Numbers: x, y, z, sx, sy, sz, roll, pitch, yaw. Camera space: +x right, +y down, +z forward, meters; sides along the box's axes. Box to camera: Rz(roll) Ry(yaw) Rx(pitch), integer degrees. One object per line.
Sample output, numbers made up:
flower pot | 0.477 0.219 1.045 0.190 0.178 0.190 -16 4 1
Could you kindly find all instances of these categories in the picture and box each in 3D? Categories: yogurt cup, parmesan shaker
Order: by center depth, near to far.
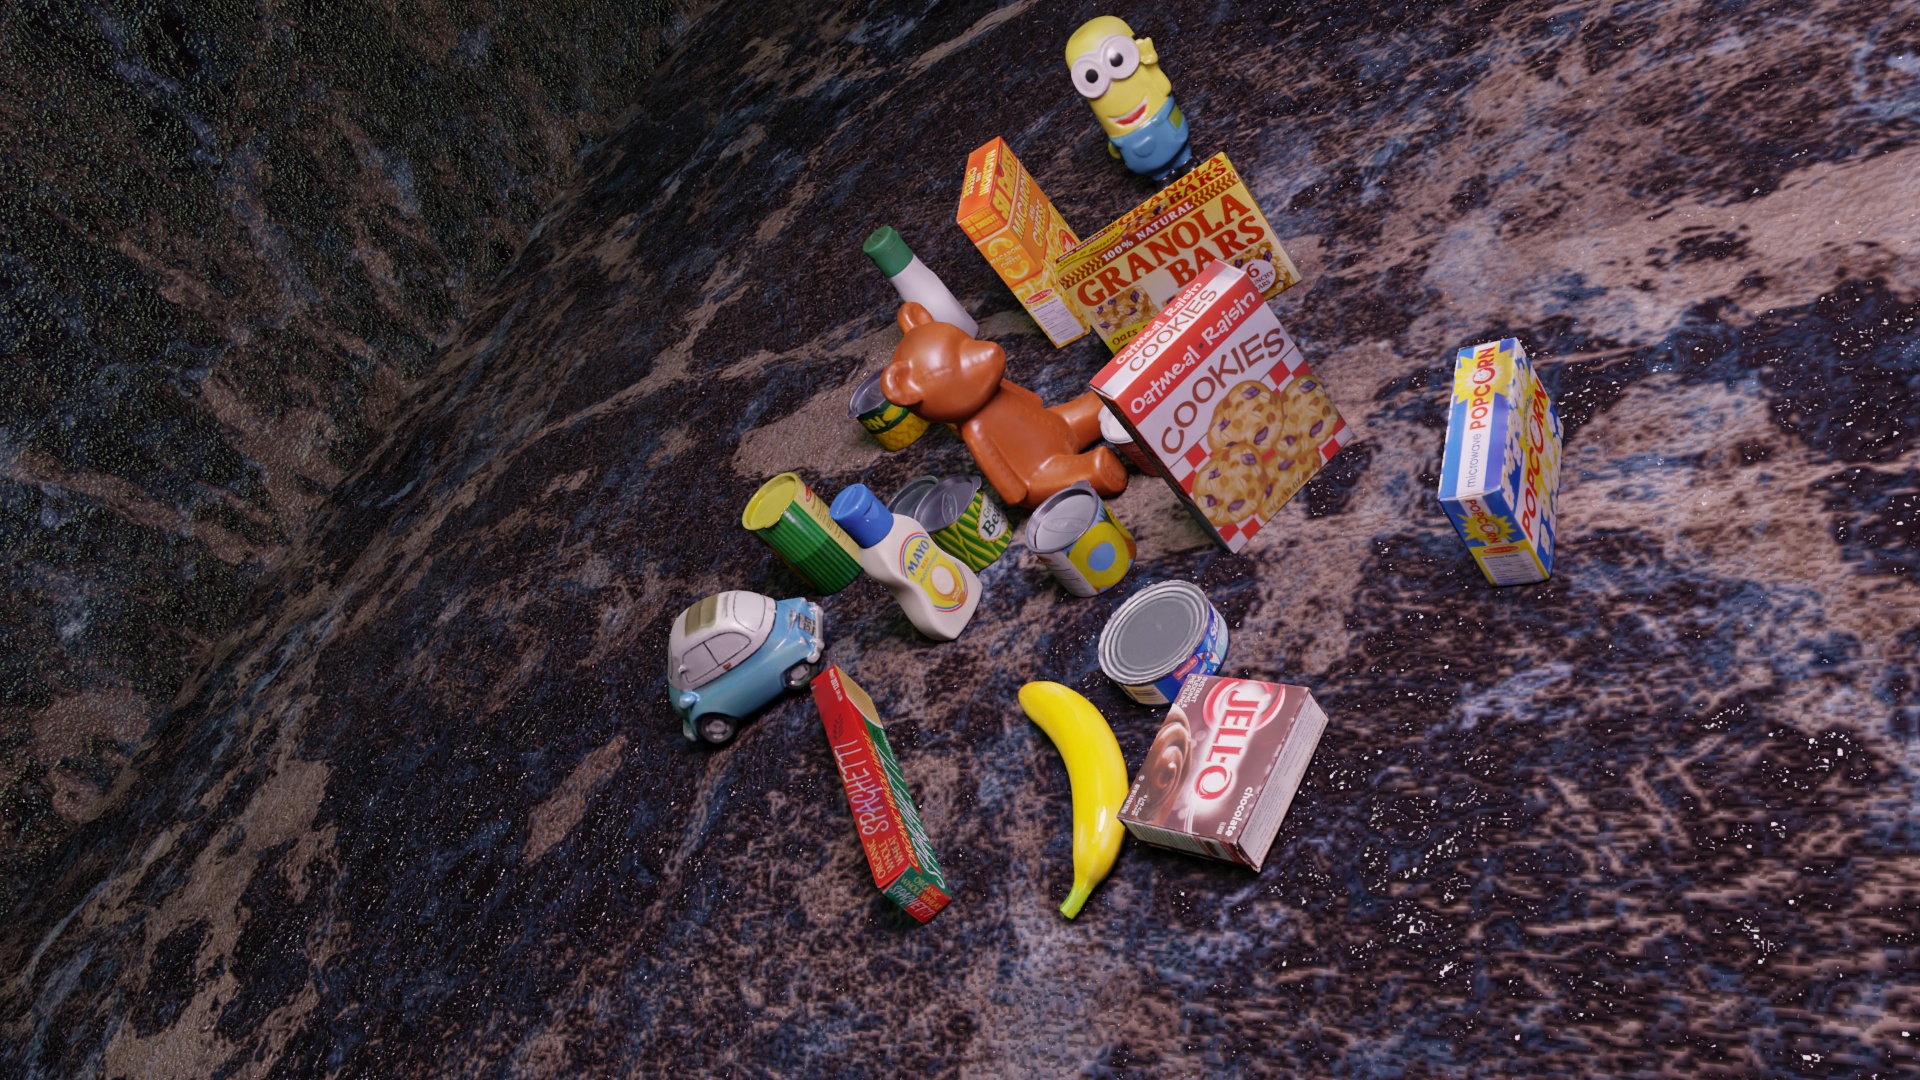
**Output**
yogurt cup | 0.153 -0.087 1.097 0.072 0.054 0.073 -28 35 22
parmesan shaker | -0.141 -0.003 1.271 0.071 0.103 0.072 -28 35 22

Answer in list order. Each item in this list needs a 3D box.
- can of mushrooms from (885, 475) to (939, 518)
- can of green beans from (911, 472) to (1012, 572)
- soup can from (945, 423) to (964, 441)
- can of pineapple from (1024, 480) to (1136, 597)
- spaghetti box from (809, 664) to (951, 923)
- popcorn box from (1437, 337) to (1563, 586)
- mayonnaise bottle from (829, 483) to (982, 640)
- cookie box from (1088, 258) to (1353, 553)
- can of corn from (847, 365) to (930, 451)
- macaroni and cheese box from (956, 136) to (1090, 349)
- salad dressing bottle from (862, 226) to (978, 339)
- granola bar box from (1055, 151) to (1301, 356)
can of mushrooms | -0.034 -0.022 1.243 0.071 0.033 0.071 -28 35 22
can of green beans | 0.002 -0.014 1.171 0.071 0.057 0.071 -28 35 22
soup can | 0.000 -0.142 1.298 0.071 0.083 0.072 -28 35 22
can of pineapple | 0.093 0.000 1.056 0.071 0.057 0.071 -28 35 22
spaghetti box | -0.063 0.179 1.024 0.028 0.050 0.251 -40 32 6
popcorn box | 0.326 -0.047 0.833 0.038 0.085 0.127 -13 43 39
mayonnaise bottle | -0.044 0.015 1.103 0.041 0.147 0.065 -4 49 46
cookie box | 0.182 -0.091 0.962 0.123 0.167 0.040 -45 32 -2
can of corn | -0.070 -0.129 1.384 0.071 0.058 0.071 -28 35 22
macaroni and cheese box | 0.066 -0.282 1.312 0.040 0.166 0.124 -24 37 28
salad dressing bottle | -0.041 -0.255 1.414 0.044 0.147 0.064 -44 32 -1
granola bar box | 0.181 -0.228 1.163 0.165 0.124 0.039 -30 34 20
